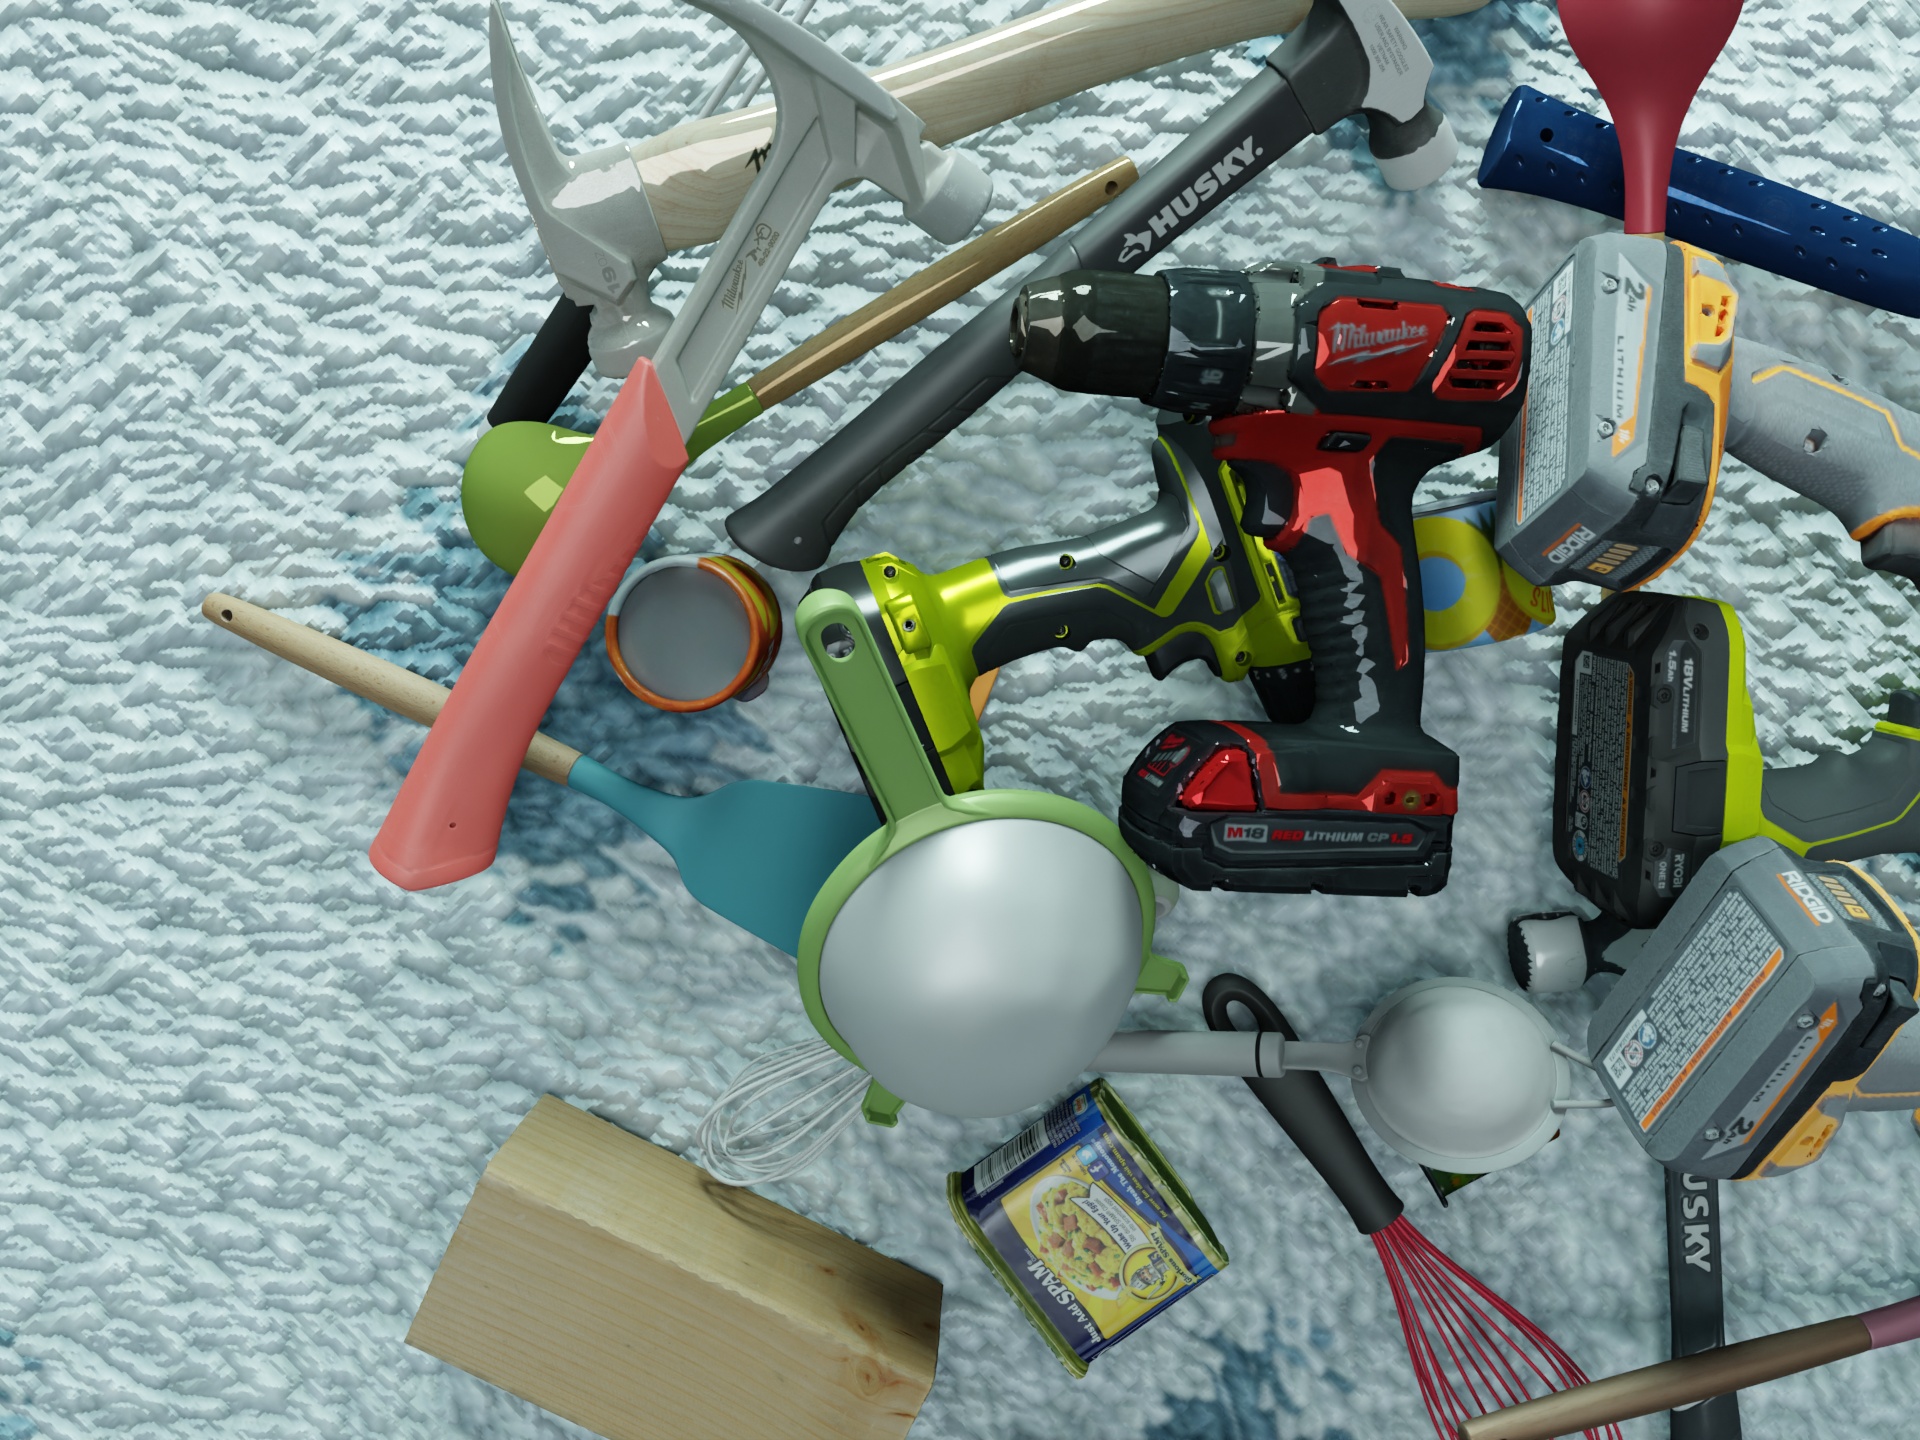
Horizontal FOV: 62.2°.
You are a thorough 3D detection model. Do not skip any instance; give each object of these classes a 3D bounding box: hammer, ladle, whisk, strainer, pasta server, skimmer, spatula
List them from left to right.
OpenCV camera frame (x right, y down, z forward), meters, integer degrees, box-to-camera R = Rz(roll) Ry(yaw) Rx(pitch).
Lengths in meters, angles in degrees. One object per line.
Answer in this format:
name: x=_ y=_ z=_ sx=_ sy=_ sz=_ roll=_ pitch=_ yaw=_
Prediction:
spatula: x=-0.191 y=0.012 z=0.709 sx=0.317 sy=0.044 sz=0.082 roll=24 pitch=98 yaw=4
hammer: x=-0.139 y=-0.092 z=0.607 sx=0.149 sy=0.037 sz=0.359 roll=27 pitch=102 yaw=-27
skimmer: x=-0.087 y=-0.260 z=0.668 sx=0.127 sy=0.090 sz=0.363 roll=38 pitch=107 yaw=-6
ladle: x=-0.067 y=-0.155 z=0.676 sx=0.320 sy=0.062 sz=0.078 roll=-32 pitch=126 yaw=-2
whisk: x=-0.011 y=0.132 z=0.706 sx=0.246 sy=0.059 sz=0.057 roll=-31 pitch=131 yaw=2
strainer: x=-0.002 y=0.067 z=0.597 sx=0.151 sy=0.069 sz=0.256 roll=-23 pitch=126 yaw=-1
hammer: x=0.027 y=-0.266 z=0.620 sx=0.410 sy=0.038 sz=0.146 roll=-20 pitch=126 yaw=-3
hammer: x=0.036 y=-0.176 z=0.644 sx=0.335 sy=0.035 sz=0.146 roll=-38 pitch=134 yaw=12
strainer: x=0.138 y=0.140 z=0.665 sx=0.258 sy=0.087 sz=0.050 roll=-4 pitch=140 yaw=23
whisk: x=0.197 y=0.237 z=0.703 sx=0.073 sy=0.073 sz=0.296 roll=-35 pitch=88 yaw=6
ladle: x=0.270 y=-0.168 z=0.637 sx=0.069 sy=0.031 sz=0.315 roll=-2 pitch=110 yaw=9
hammer: x=0.335 y=0.278 z=0.712 sx=0.149 sy=0.036 sz=0.409 roll=-6 pitch=97 yaw=2
pasta server: x=0.361 y=0.270 z=0.672 sx=0.316 sy=0.040 sz=0.060 roll=-10 pitch=111 yaw=-10
hammer: x=0.414 y=-0.179 z=0.652 sx=0.405 sy=0.035 sz=0.144 roll=20 pitch=98 yaw=0

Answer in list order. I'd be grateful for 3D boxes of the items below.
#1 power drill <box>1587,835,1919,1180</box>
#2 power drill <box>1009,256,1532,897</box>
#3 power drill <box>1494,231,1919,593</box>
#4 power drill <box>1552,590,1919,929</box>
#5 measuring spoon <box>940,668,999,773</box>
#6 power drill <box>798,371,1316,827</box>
power drill: x=0.380 y=0.102 z=0.599 sx=0.226 sy=0.084 sz=0.185 roll=9 pitch=124 yaw=-17
power drill: x=0.106 y=-0.056 z=0.585 sx=0.188 sy=0.080 sz=0.226 roll=3 pitch=98 yaw=-9
power drill: x=0.318 y=-0.079 z=0.581 sx=0.226 sy=0.084 sz=0.164 roll=12 pitch=70 yaw=-5
power drill: x=0.368 y=0.006 z=0.651 sx=0.223 sy=0.080 sz=0.171 roll=-1 pitch=98 yaw=-6
measuring spoon: x=-0.001 y=-0.002 z=0.703 sx=0.021 sy=0.011 sz=0.117 roll=27 pitch=97 yaw=-1
power drill: x=0.065 y=-0.022 z=0.661 sx=0.228 sy=0.080 sz=0.190 roll=-22 pitch=105 yaw=-1
